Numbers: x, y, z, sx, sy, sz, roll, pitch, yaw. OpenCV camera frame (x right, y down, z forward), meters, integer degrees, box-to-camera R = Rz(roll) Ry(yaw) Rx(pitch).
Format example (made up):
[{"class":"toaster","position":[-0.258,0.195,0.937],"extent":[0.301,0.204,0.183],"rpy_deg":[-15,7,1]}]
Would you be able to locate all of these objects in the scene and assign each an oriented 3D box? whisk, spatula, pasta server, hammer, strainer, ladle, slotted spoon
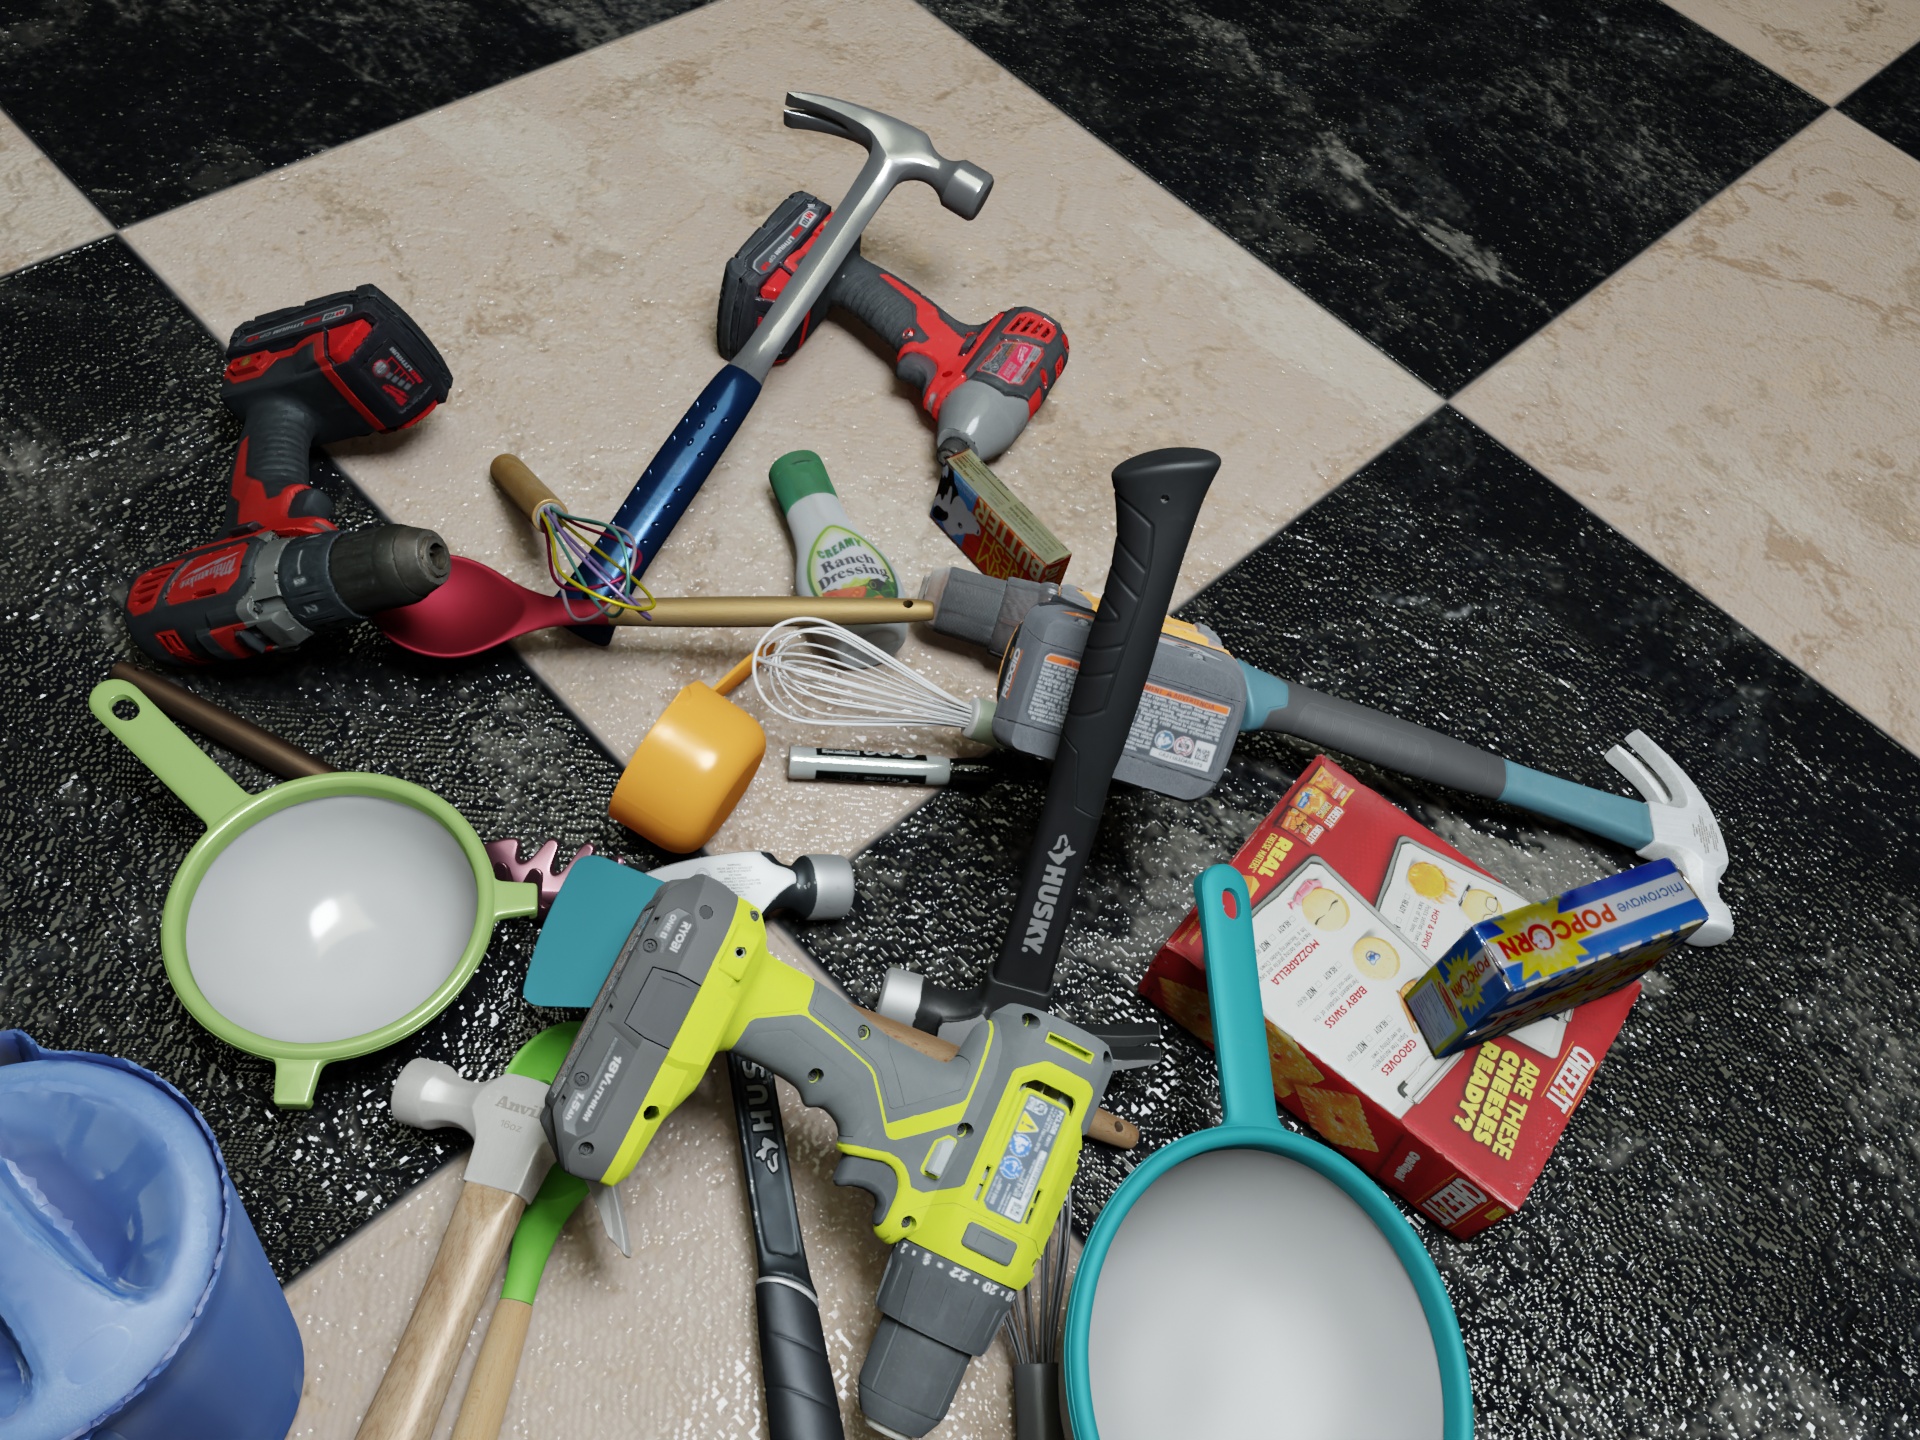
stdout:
[{"class":"whisk","position":[-0.229,-0.111,0.901],"extent":[0.047,0.051,0.245],"rpy_deg":[-16,32,-24]},{"class":"spatula","position":[-0.051,0.154,0.785],"extent":[0.317,0.044,0.082],"rpy_deg":[26,52,-16]},{"class":"whisk","position":[-0.001,-0.003,0.909],"extent":[0.246,0.058,0.059],"rpy_deg":[17,83,-18]},{"class":"pasta server","position":[-0.320,0.034,0.848],"extent":[0.316,0.040,0.060],"rpy_deg":[26,14,9]},{"class":"hammer","position":[-0.088,0.246,0.739],"extent":[0.149,0.036,0.409],"rpy_deg":[3,57,-28]},{"class":"strainer","position":[-0.344,0.074,0.797],"extent":[0.256,0.069,0.151],"rpy_deg":[38,60,15]},{"class":"ladle","position":[-0.172,-0.063,0.900],"extent":[0.315,0.031,0.069],"rpy_deg":[0,60,-2]},{"class":"hammer","position":[0.309,0.032,0.949],"extent":[0.331,0.033,0.128],"rpy_deg":[18,53,-10]},{"class":"hammer","position":[-0.238,0.309,0.662],"extent":[0.130,0.031,0.331],"rpy_deg":[10,60,14]},{"class":"hammer","position":[0.064,0.029,0.765],"extent":[0.146,0.334,0.035],"rpy_deg":[15,24,0]},{"class":"hammer","position":[-0.135,-0.225,0.991],"extent":[0.144,0.035,0.406],"rpy_deg":[30,72,0]},{"class":"strainer","position":[0.117,0.240,0.744],"extent":[0.211,0.095,0.341],"rpy_deg":[11,60,-24]},{"class":"slotted spoon","position":[-0.208,0.285,0.707],"extent":[0.070,0.031,0.314],"rpy_deg":[12,57,-3]},{"class":"whisk","position":[0.032,0.300,0.735],"extent":[0.055,0.055,0.239],"rpy_deg":[2,61,-10]}]

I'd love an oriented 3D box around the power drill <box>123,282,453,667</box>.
[{"class":"power drill","position":[-0.355,-0.137,0.895],"extent":[0.188,0.080,0.227],"rpy_deg":[-10,55,18]}]

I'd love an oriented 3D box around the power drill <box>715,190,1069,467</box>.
[{"class":"power drill","position":[-0.048,-0.255,1.077],"extent":[0.219,0.078,0.143],"rpy_deg":[28,56,5]}]

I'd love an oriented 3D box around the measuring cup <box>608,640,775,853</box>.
[{"class":"measuring cup","position":[-0.127,0.008,0.889],"extent":[0.052,0.095,0.174],"rpy_deg":[34,37,3]}]

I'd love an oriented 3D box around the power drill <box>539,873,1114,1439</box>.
[{"class":"power drill","position":[-0.062,0.187,0.700],"extent":[0.228,0.080,0.191],"rpy_deg":[29,73,-11]}]

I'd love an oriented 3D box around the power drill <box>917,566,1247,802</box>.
[{"class":"power drill","position":[0.061,-0.035,0.886],"extent":[0.185,0.084,0.226],"rpy_deg":[17,12,-1]}]
